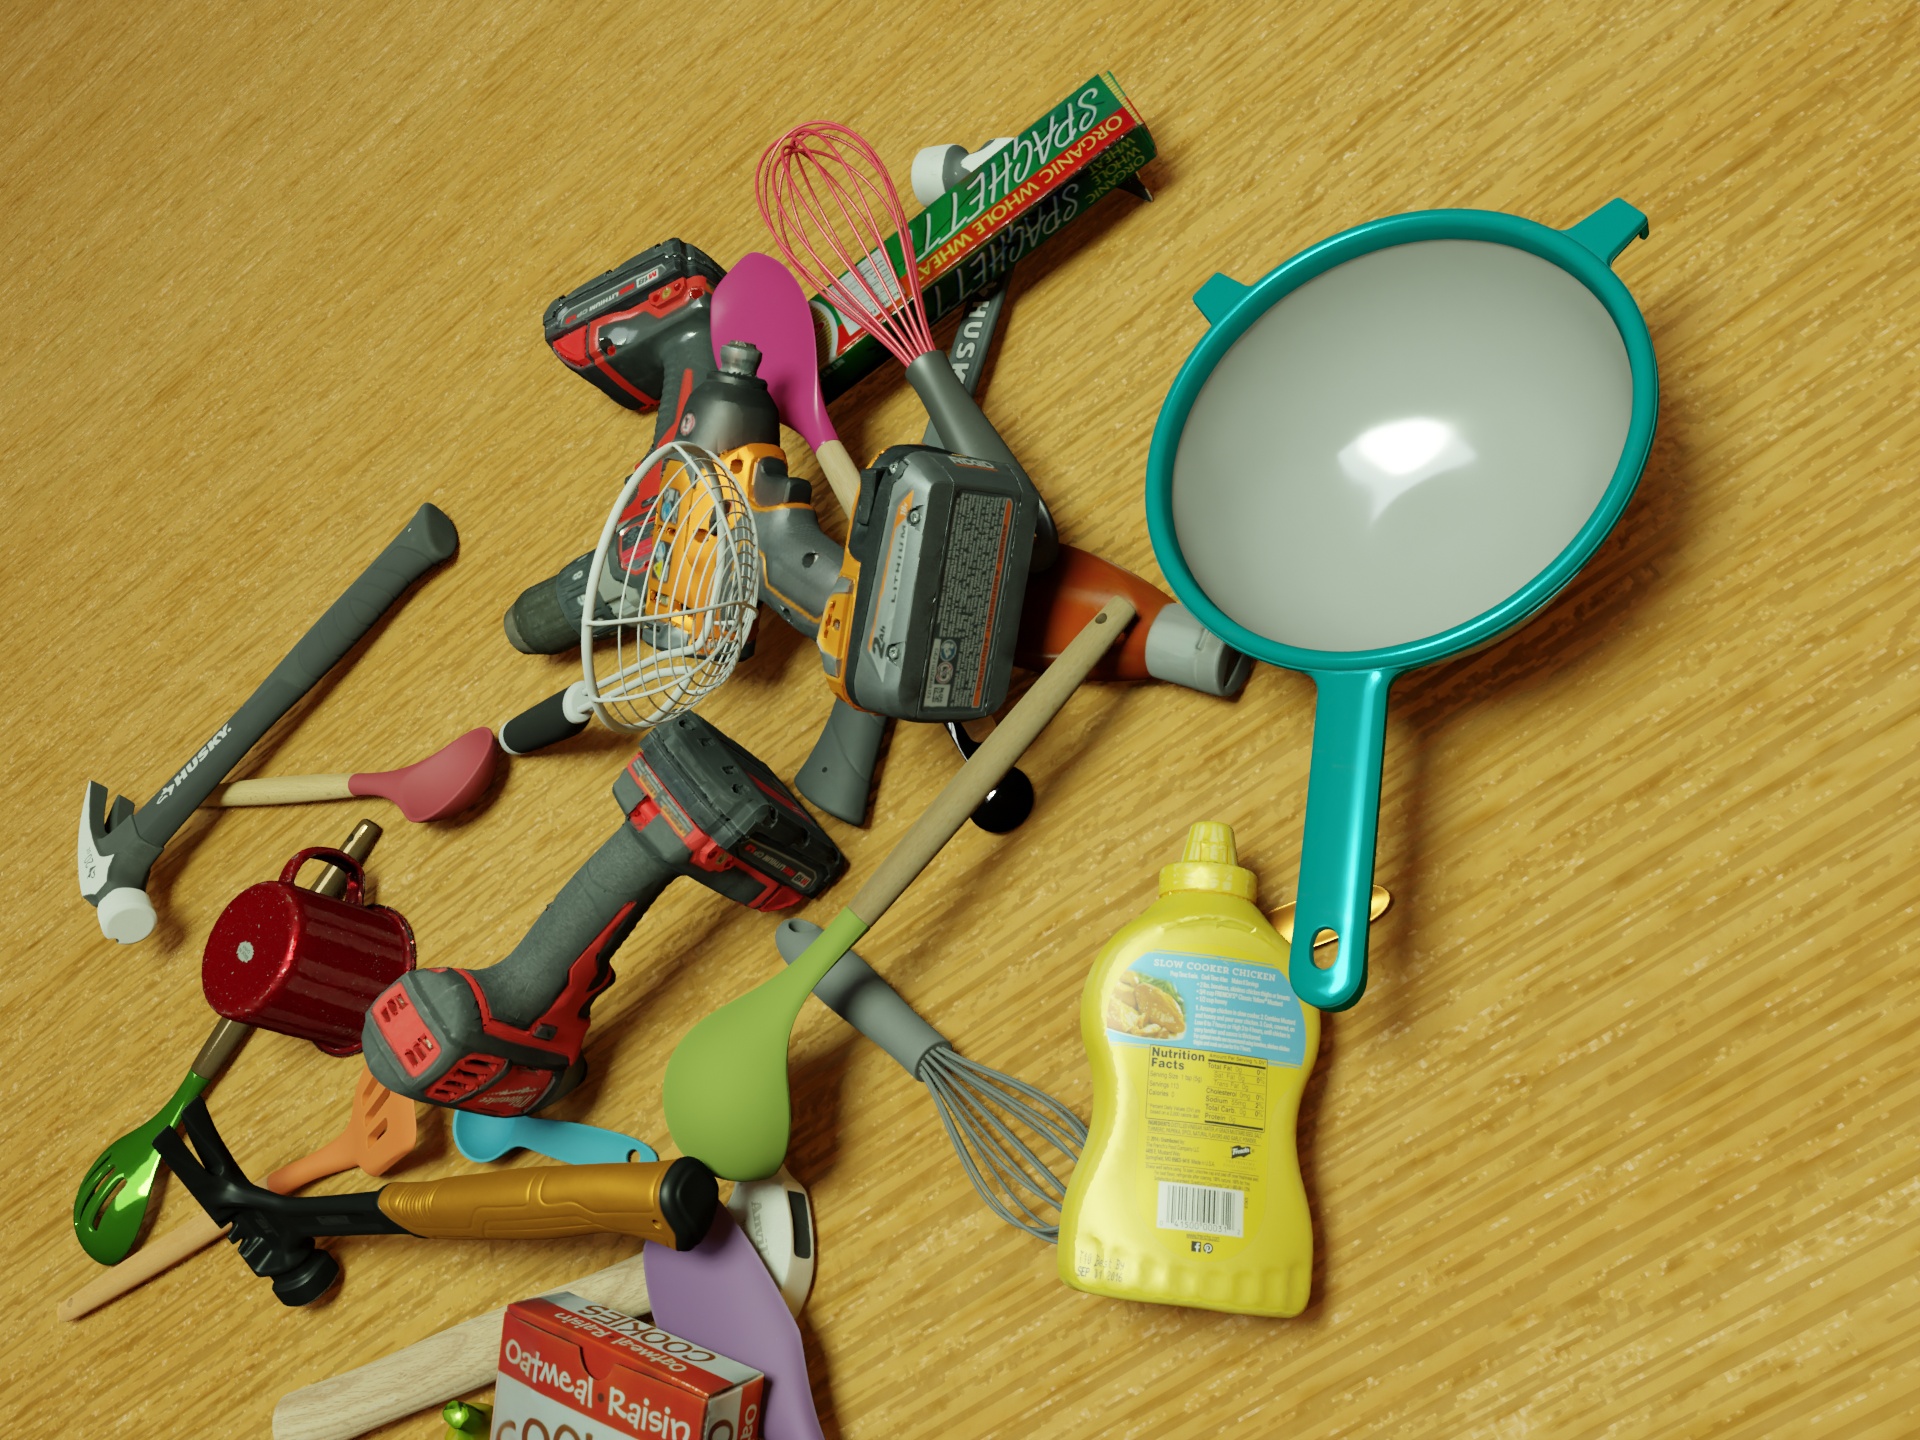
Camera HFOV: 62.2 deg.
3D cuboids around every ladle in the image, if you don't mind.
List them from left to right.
[{"bbox_3d":[-0.404,0.043,1.016,0.315,0.031,0.069,-5,48,32],"label":"ladle"},{"bbox_3d":[-0.022,0.074,0.723,0.320,0.062,0.078,-49,44,-3],"label":"ladle"}]

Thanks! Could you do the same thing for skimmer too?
[{"bbox_3d":[-0.194,-0.034,0.789,0.363,0.090,0.127,-17,49,57],"label":"skimmer"}]

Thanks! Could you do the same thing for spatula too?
[{"bbox_3d":[-0.415,0.274,0.911,0.322,0.041,0.081,-32,57,17],"label":"spatula"},{"bbox_3d":[-0.045,0.333,0.653,0.060,0.018,0.316,-43,61,4],"label":"spatula"}]

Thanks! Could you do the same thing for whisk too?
[{"bbox_3d":[-0.027,-0.193,0.806,0.073,0.073,0.296,-34,69,14],"label":"whisk"},{"bbox_3d":[-0.016,0.156,0.721,0.239,0.055,0.055,34,88,41],"label":"whisk"}]

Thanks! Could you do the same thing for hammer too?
[{"bbox_3d":[-0.459,-0.015,1.055,0.335,0.035,0.146,-47,45,-2],"label":"hammer"},{"bbox_3d":[-0.254,0.229,0.767,0.337,0.127,0.034,-13,25,32],"label":"hammer"},{"bbox_3d":[-0.212,0.303,0.781,0.331,0.031,0.130,-28,57,18],"label":"hammer"},{"bbox_3d":[-0.009,-0.139,0.857,0.149,0.036,0.409,7,73,32],"label":"hammer"}]

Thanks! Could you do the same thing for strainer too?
[{"bbox_3d":[0.182,-0.043,0.662,0.211,0.095,0.340,-1,70,34],"label":"strainer"}]

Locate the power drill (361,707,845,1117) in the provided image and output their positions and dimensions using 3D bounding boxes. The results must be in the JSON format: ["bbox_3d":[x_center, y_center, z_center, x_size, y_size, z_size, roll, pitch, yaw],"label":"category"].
[{"bbox_3d":[-0.171,0.108,0.784,0.219,0.143,0.079,-43,62,0],"label":"power drill"}]

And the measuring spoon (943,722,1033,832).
[{"bbox_3d":[-0.001,-0.002,0.781,0.034,0.018,0.124,-27,71,6],"label":"measuring spoon"}]

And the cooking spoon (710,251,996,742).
[{"bbox_3d":[-0.058,-0.121,0.823,0.068,0.017,0.319,-40,64,25],"label":"cooking spoon"}]

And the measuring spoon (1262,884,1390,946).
[{"bbox_3d":[0.129,0.095,0.684,0.117,0.011,0.021,-23,72,17],"label":"measuring spoon"}]

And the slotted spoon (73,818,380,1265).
[{"bbox_3d":[-0.453,0.194,0.979,0.070,0.031,0.314,30,84,39],"label":"slotted spoon"}]

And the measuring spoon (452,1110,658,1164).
[{"bbox_3d":[-0.208,0.218,0.830,0.129,0.021,0.042,6,77,23],"label":"measuring spoon"}]

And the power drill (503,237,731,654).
[{"bbox_3d":[-0.197,-0.154,0.952,0.188,0.080,0.227,-21,63,22],"label":"power drill"}]

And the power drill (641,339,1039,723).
[{"bbox_3d":[-0.070,-0.095,0.768,0.227,0.084,0.164,19,104,44],"label":"power drill"}]
